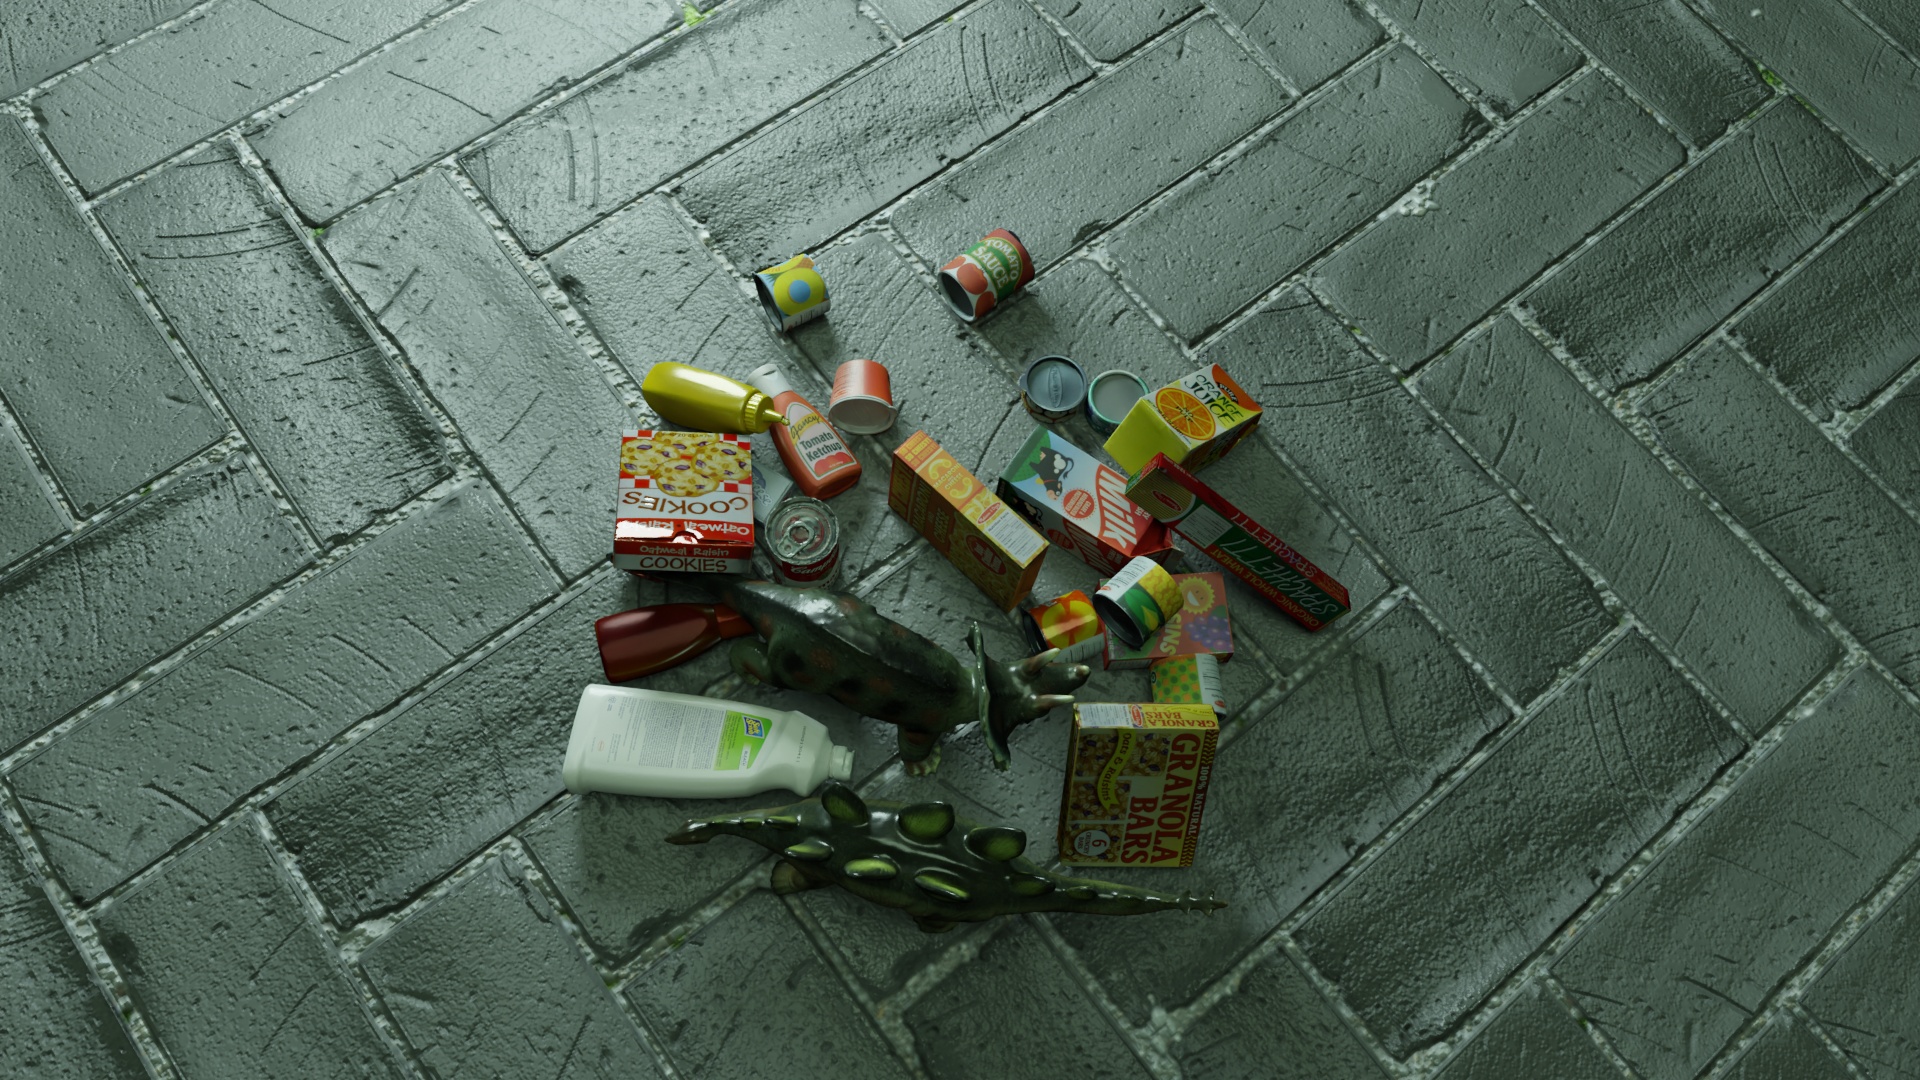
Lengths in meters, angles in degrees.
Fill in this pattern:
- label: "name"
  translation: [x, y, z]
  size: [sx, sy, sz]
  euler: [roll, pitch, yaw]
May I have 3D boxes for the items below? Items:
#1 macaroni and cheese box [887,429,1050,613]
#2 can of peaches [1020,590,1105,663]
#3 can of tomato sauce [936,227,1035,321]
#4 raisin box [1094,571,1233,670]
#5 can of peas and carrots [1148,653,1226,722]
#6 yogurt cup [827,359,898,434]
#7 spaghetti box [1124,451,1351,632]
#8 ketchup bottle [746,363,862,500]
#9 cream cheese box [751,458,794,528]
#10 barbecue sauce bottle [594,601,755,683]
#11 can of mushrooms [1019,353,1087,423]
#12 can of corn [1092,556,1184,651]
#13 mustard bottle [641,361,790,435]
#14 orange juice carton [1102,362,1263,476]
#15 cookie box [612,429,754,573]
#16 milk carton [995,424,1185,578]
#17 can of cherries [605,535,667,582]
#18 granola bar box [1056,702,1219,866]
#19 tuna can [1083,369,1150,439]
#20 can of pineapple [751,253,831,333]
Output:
- label: "macaroni and cheese box"
  translation: [0.005, -0.017, 1.335]
  size: [0.166, 0.123, 0.040]
  euler: [42, 69, 12]
- label: "can of peaches"
  translation: [0.098, 0.085, 1.332]
  size: [0.058, 0.071, 0.071]
  euler: [-21, 72, -12]
- label: "can of tomato sauce"
  translation: [0.027, -0.281, 1.467]
  size: [0.083, 0.071, 0.071]
  euler: [-38, 76, -16]
- label: "raisin box"
  translation: [0.198, 0.079, 1.357]
  size: [0.123, 0.040, 0.086]
  euler: [-4, 68, -4]
- label: "can of peas and carrots"
  translation: [0.213, 0.144, 1.319]
  size: [0.071, 0.070, 0.059]
  euler: [-4, 69, -5]
- label: "yogurt cup"
  translation: [-0.100, -0.147, 1.411]
  size: [0.072, 0.072, 0.054]
  euler: [1, 61, -3]
- label: "spaghetti box"
  translation: [0.269, 0.005, 1.336]
  size: [0.250, 0.050, 0.029]
  euler: [34, 41, -15]
- label: "ketchup bottle"
  translation: [-0.163, -0.111, 1.401]
  size: [0.065, 0.043, 0.149]
  euler: [-25, 71, -32]
- label: "cream cheese box"
  translation: [-0.224, -0.059, 1.388]
  size: [0.104, 0.024, 0.053]
  euler: [29, 68, 7]
- label: "barbecue sauce bottle"
  translation: [-0.267, 0.087, 1.318]
  size: [0.149, 0.043, 0.065]
  euler: [-15, 72, -10]
- label: "can of mushrooms"
  translation: [0.095, -0.158, 1.444]
  size: [0.071, 0.033, 0.071]
  euler: [1, 70, -4]
- label: "can of corn"
  translation: [0.169, 0.059, 1.307]
  size: [0.058, 0.071, 0.071]
  euler: [-41, 77, -17]
- label: "mustard bottle"
  translation: [-0.236, -0.135, 1.379]
  size: [0.160, 0.065, 0.049]
  euler: [15, 66, 19]
- label: "orange juice carton"
  translation: [0.235, -0.118, 1.395]
  size: [0.072, 0.072, 0.193]
  euler: [48, 42, 14]
- label: "cookie box"
  translation: [-0.257, -0.039, 1.294]
  size: [0.123, 0.040, 0.168]
  euler: [2, 39, -12]
- label: "milk carton"
  translation: [0.133, -0.026, 1.375]
  size: [0.191, 0.072, 0.074]
  euler: [33, 69, 8]
- label: "can of cherries"
  translation: [-0.297, 0.002, 1.336]
  size: [0.071, 0.071, 0.058]
  euler: [17, 69, 3]
- label: "granola bar box"
  translation: [0.156, 0.219, 1.239]
  size: [0.124, 0.164, 0.039]
  euler: [1, 32, -4]
- label: "tuna can"
  translation: [0.163, -0.140, 1.442]
  size: [0.071, 0.032, 0.071]
  euler: [1, 68, -3]
- label: "can of pineapple"
  translation: [-0.175, -0.259, 1.446]
  size: [0.058, 0.070, 0.071]
  euler: [-27, 73, -14]
